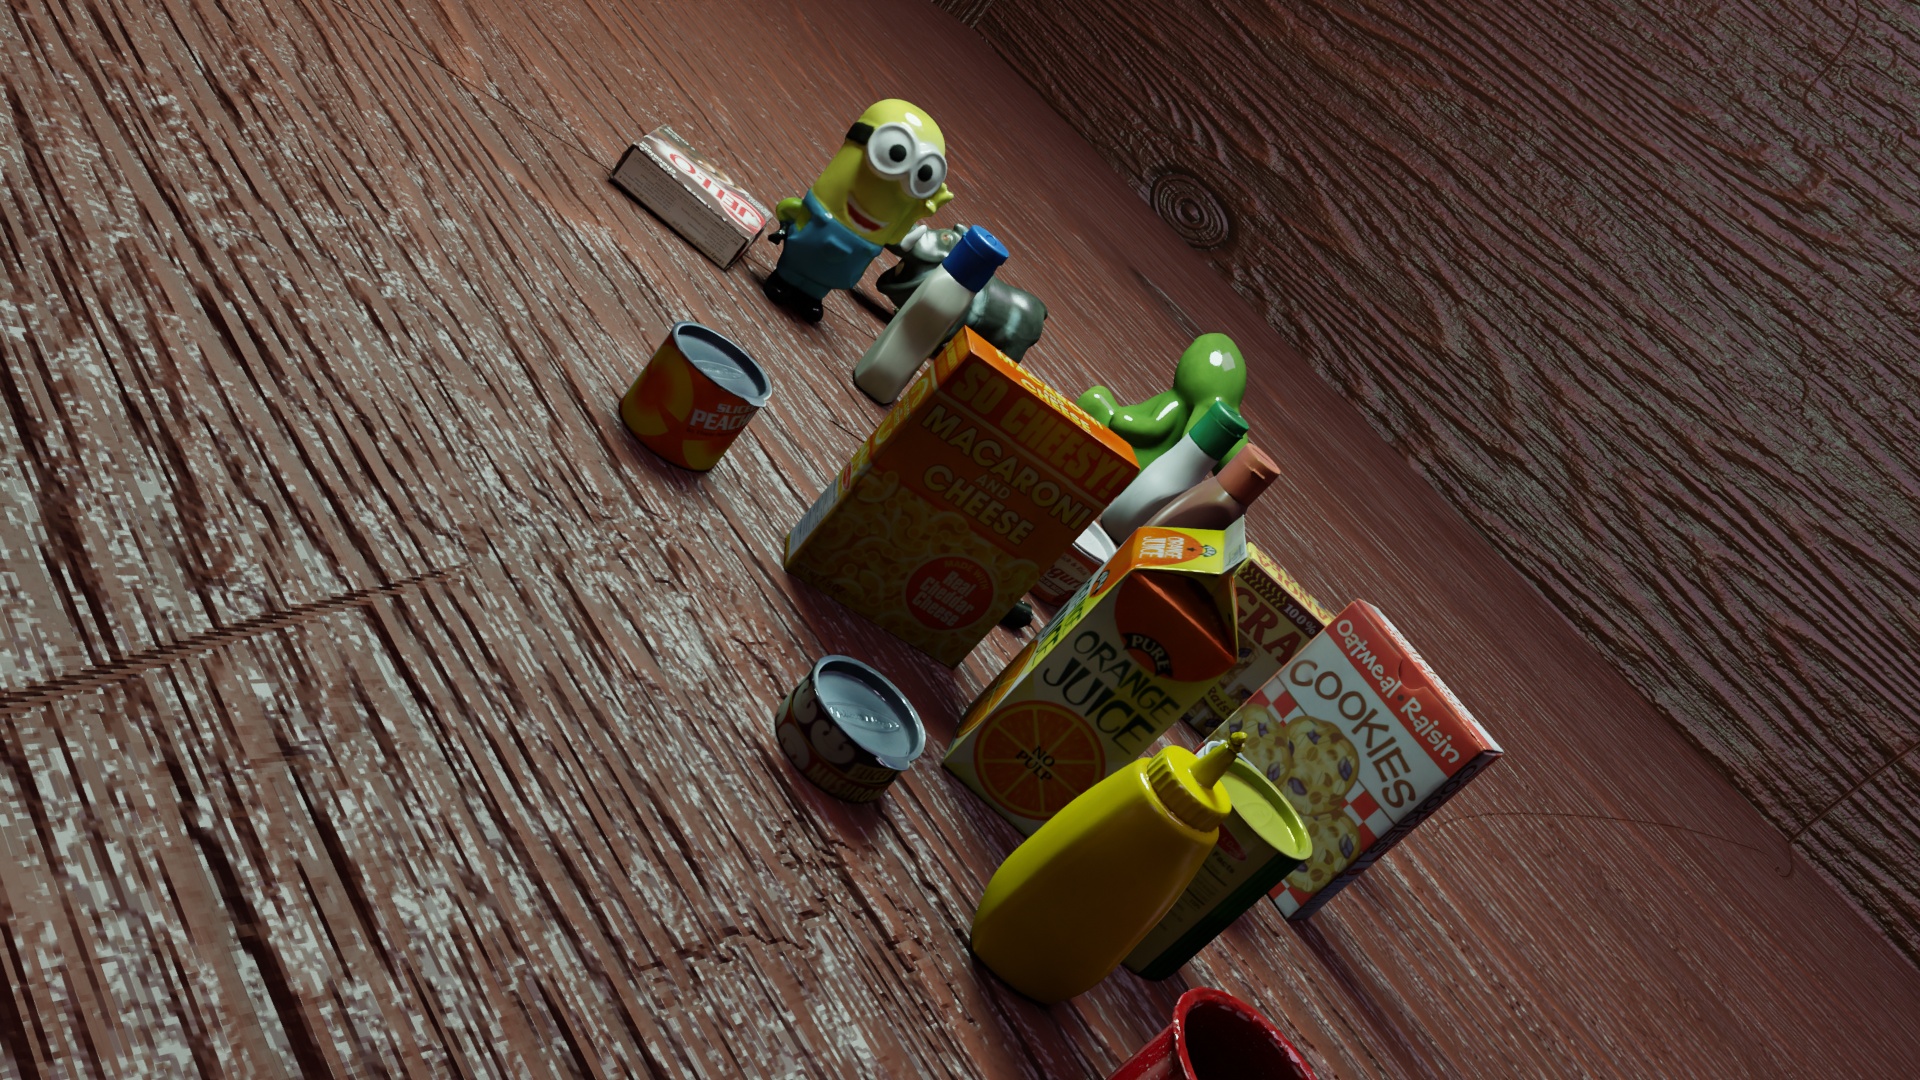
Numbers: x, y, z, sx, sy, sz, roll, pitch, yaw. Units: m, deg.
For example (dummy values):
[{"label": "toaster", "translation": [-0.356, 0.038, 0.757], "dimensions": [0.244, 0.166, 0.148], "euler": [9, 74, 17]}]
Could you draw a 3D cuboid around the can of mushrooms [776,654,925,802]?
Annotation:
[{"label": "can of mushrooms", "translation": [-0.052, 0.091, 0.661], "dimensions": [0.071, 0.033, 0.071], "euler": [35, 22, -16]}]

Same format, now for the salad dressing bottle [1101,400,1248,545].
[{"label": "salad dressing bottle", "translation": [0.185, -0.055, 1.195], "dimensions": [0.064, 0.147, 0.044], "euler": [9, 38, -55]}]

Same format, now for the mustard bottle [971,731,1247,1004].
[{"label": "mustard bottle", "translation": [0.073, 0.137, 0.612], "dimensions": [0.065, 0.159, 0.049], "euler": [39, 21, -9]}]

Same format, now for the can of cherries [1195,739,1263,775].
[{"label": "can of cherries", "translation": [0.153, 0.164, 0.840], "dimensions": [0.071, 0.058, 0.072], "euler": [35, 22, -16]}]

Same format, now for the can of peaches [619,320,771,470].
[{"label": "can of peaches", "translation": [-0.149, -0.080, 0.789], "dimensions": [0.071, 0.058, 0.071], "euler": [35, 22, -16]}]

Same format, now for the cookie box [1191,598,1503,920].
[{"label": "cookie box", "translation": [0.236, 0.139, 0.880], "dimensions": [0.040, 0.167, 0.123], "euler": [15, 34, -51]}]

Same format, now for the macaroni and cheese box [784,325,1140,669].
[{"label": "macaroni and cheese box", "translation": [-0.001, -0.021, 0.781], "dimensions": [0.123, 0.166, 0.040], "euler": [33, 23, -23]}]

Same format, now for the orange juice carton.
[{"label": "orange juice carton", "translation": [0.082, 0.063, 0.727], "dimensions": [0.073, 0.192, 0.072], "euler": [41, 21, -3]}]

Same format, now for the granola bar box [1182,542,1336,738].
[{"label": "granola bar box", "translation": [0.226, 0.102, 0.995], "dimensions": [0.165, 0.124, 0.039], "euler": [41, 21, -2]}]

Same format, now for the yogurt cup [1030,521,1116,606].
[{"label": "yogurt cup", "translation": [0.072, 0.010, 1.003], "dimensions": [0.072, 0.053, 0.073], "euler": [35, 22, -16]}]

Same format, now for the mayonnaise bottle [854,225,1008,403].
[{"label": "mayonnaise bottle", "translation": [-0.023, -0.173, 1.064], "dimensions": [0.041, 0.147, 0.065], "euler": [38, 21, -10]}]

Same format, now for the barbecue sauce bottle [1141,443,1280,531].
[{"label": "barbecue sauce bottle", "translation": [0.197, -0.015, 1.136], "dimensions": [0.065, 0.148, 0.044], "euler": [39, 21, -9]}]

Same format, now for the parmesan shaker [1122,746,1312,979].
[{"label": "parmesan shaker", "translation": [0.118, 0.166, 0.714], "dimensions": [0.071, 0.102, 0.071], "euler": [36, 22, -16]}]
